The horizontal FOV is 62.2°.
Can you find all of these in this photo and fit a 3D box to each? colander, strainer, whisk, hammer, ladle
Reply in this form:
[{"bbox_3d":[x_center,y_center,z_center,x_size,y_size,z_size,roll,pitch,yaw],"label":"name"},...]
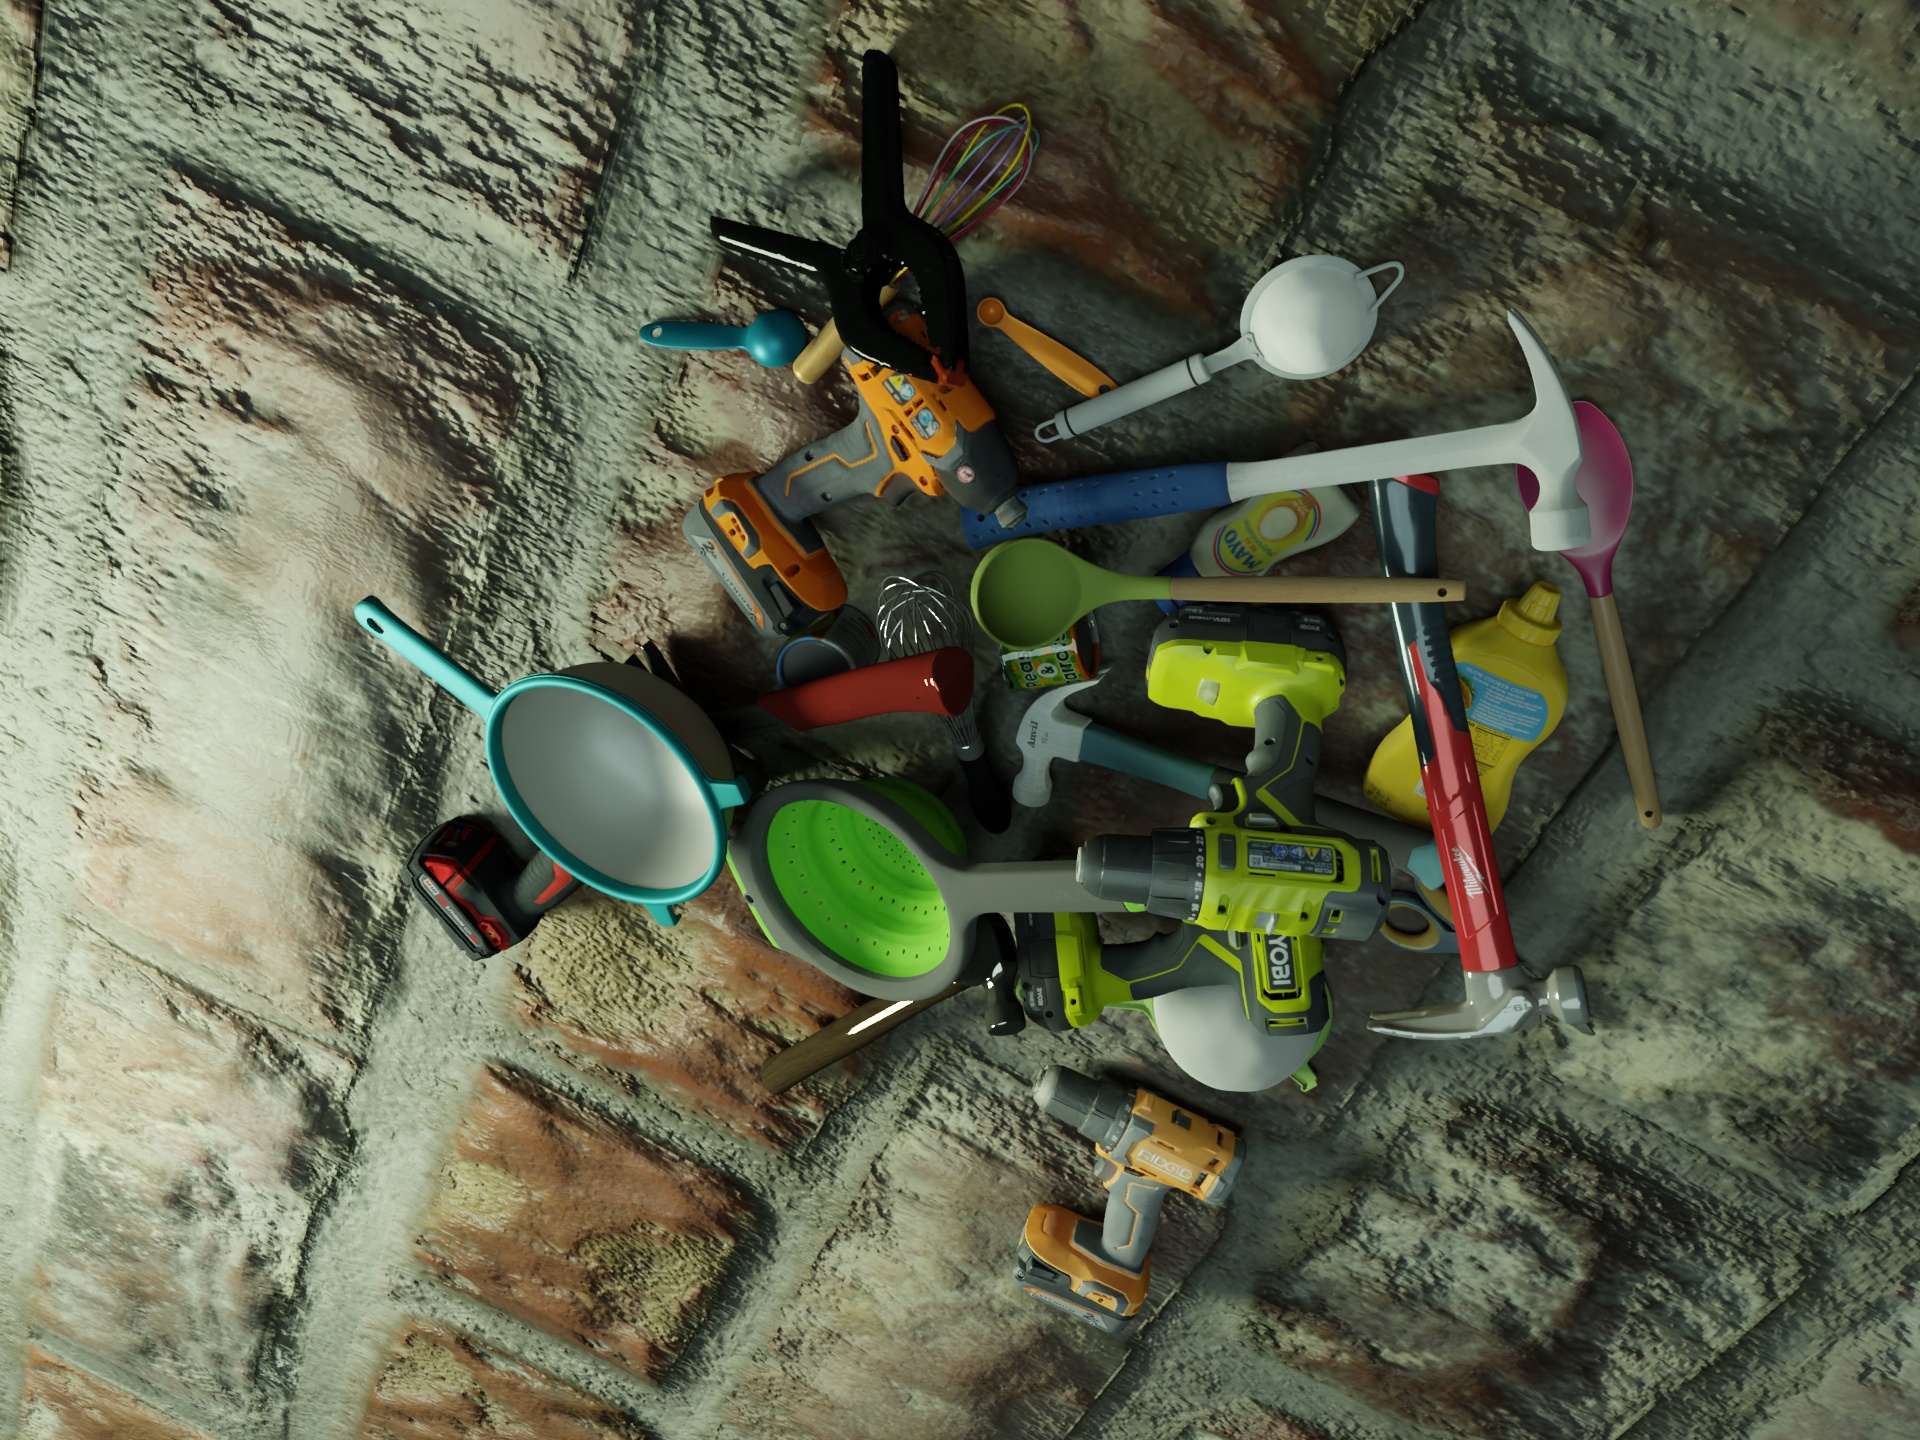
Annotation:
[{"bbox_3d":[0.002,0.105,1.189,0.397,0.094,0.204,-6,117,38],"label":"colander"},{"bbox_3d":[0.167,0.241,1.276,0.256,0.069,0.151,3,120,12],"label":"strainer"},{"bbox_3d":[0.162,-0.228,1.027,0.258,0.050,0.086,-19,129,26],"label":"strainer"},{"bbox_3d":[-0.301,-0.005,1.216,0.340,0.095,0.211,37,134,2],"label":"strainer"},{"bbox_3d":[-0.003,-0.004,1.155,0.070,0.070,0.284,-1,141,16],"label":"whisk"},{"bbox_3d":[-0.033,-0.308,1.044,0.245,0.051,0.047,-40,79,34],"label":"whisk"},{"bbox_3d":[-0.114,-0.018,1.134,0.359,0.037,0.149,-11,121,54],"label":"hammer"},{"bbox_3d":[0.162,-0.083,1.039,0.320,0.062,0.078,2,111,19],"label":"ladle"},{"bbox_3d":[0.195,0.051,1.146,0.331,0.033,0.128,19,123,19],"label":"hammer"},{"bbox_3d":[-0.067,0.246,1.337,0.031,0.130,0.331,15,144,-38],"label":"hammer"},{"bbox_3d":[0.305,0.022,1.052,0.143,0.038,0.386,-11,96,22],"label":"hammer"},{"bbox_3d":[0.185,-0.161,1.027,0.405,0.035,0.144,-4,102,28],"label":"hammer"}]

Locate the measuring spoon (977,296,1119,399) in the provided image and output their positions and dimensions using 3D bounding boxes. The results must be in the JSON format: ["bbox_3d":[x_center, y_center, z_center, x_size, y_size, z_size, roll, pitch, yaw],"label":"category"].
[{"bbox_3d":[0.062,-0.247,1.066,0.117,0.011,0.021,33,124,-8],"label":"measuring spoon"}]

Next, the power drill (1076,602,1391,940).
[{"bbox_3d":[0.175,0.035,1.046,0.190,0.229,0.080,5,143,1],"label":"power drill"}]

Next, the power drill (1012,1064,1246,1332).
[{"bbox_3d":[0.119,0.408,1.382,0.185,0.084,0.226,25,118,1],"label":"power drill"}]

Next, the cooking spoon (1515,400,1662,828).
[{"bbox_3d":[0.431,-0.063,1.060,0.069,0.017,0.318,-13,114,23],"label":"cooking spoon"}]

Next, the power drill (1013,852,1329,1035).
[{"bbox_3d":[0.159,0.154,1.210,0.223,0.080,0.171,-7,87,17],"label":"power drill"}]

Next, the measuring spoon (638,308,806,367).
[{"bbox_3d":[-0.169,-0.270,1.101,0.128,0.021,0.042,7,78,18],"label":"measuring spoon"}]

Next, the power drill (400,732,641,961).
[{"bbox_3d":[-0.362,0.091,1.340,0.226,0.080,0.187,-26,109,24],"label":"power drill"}]

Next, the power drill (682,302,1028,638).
[{"bbox_3d":[-0.068,-0.154,1.100,0.226,0.084,0.164,-37,91,27],"label":"power drill"}]
